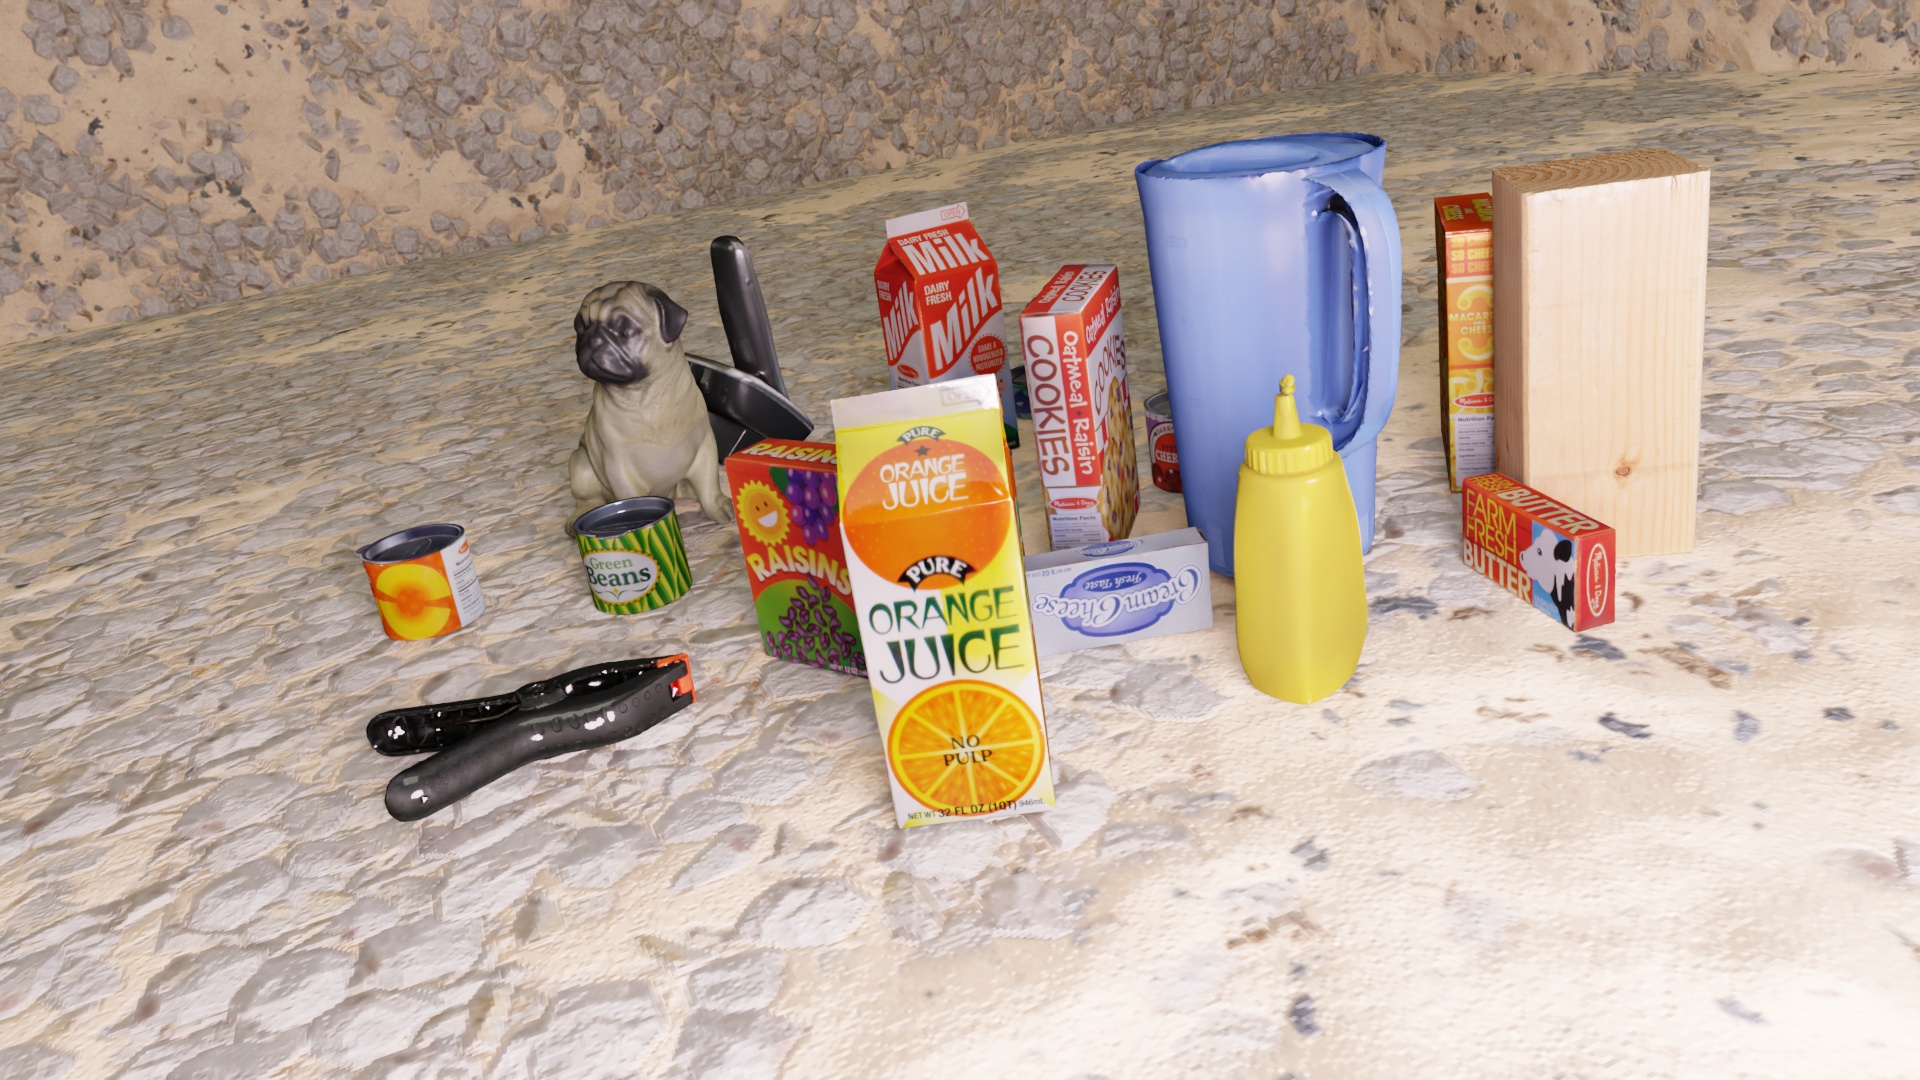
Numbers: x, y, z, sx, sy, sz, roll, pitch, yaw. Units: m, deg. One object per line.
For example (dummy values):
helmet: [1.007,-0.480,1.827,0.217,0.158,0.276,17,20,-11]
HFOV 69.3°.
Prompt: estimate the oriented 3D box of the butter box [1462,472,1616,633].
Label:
butter box: [0.301,0.004,0.729,0.024,0.053,0.104,-12,22,-9]

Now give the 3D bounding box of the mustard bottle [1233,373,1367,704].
mustard bottle: [0.159,-0.004,0.658,0.049,0.159,0.065,12,30,43]

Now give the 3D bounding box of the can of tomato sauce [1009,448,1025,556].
can of tomato sauce: [0.003,-0.011,0.840,0.071,0.082,0.071,-8,21,3]

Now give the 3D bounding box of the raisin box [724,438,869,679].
raisin box: [-0.077,0.008,0.769,0.086,0.123,0.040,8,27,37]

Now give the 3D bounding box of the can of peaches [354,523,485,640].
can of peaches: [-0.357,0.027,0.919,0.071,0.057,0.071,-8,22,3]

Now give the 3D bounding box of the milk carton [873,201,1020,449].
milk carton: [-0.013,-0.158,1.069,0.072,0.189,0.073,-19,24,-25]

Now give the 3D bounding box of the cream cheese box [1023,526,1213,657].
cream cheese box: [0.083,0.028,0.751,0.104,0.053,0.024,-10,21,-2]

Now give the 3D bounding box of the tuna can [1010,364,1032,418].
tuna can: [0.068,-0.128,1.174,0.071,0.032,0.071,-8,22,3]

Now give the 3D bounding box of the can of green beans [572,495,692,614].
can of green beans: [-0.214,0.009,0.909,0.071,0.057,0.071,-8,22,3]

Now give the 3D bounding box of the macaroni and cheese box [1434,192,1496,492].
macaroni and cheese box: [0.332,-0.131,0.898,0.040,0.165,0.124,-2,22,17]

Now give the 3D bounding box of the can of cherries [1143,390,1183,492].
can of cherries: [0.161,-0.070,0.959,0.071,0.058,0.072,-8,22,3]

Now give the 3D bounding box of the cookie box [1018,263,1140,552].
cookie box: [0.077,-0.076,0.861,0.040,0.166,0.123,-2,22,17]

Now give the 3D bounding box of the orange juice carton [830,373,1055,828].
orange juice carton: [-0.006,0.024,0.609,0.072,0.192,0.073,-8,21,3]
